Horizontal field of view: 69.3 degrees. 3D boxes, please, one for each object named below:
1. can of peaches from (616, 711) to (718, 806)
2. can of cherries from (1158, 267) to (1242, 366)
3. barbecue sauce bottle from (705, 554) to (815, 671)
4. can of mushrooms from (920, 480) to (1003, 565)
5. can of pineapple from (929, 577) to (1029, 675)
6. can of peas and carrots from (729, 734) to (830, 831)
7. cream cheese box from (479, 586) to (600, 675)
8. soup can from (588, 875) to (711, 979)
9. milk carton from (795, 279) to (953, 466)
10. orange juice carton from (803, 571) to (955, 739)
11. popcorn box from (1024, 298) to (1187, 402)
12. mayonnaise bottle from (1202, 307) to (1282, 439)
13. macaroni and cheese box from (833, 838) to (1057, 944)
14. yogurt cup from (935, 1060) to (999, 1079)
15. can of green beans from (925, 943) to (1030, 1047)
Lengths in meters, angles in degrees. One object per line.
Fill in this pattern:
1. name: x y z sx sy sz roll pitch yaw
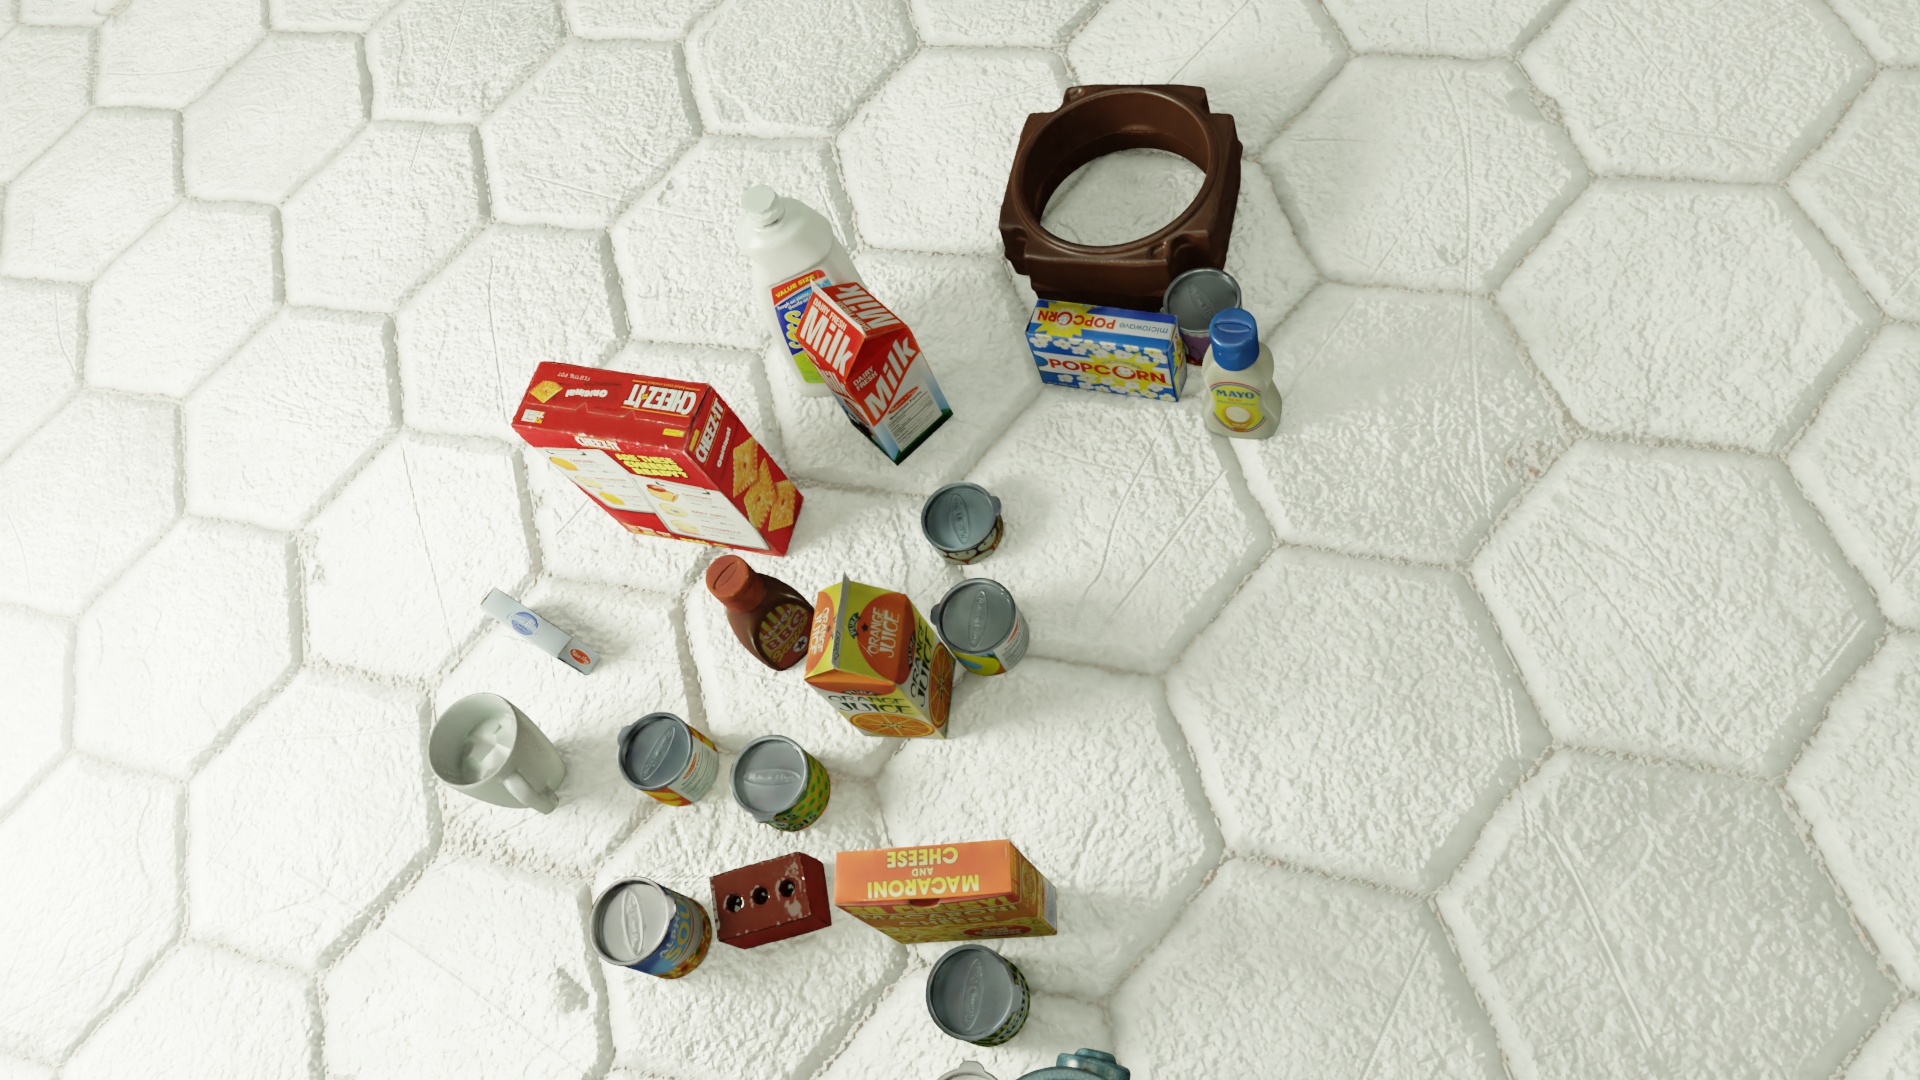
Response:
1. can of peaches: -0.242 0.180 1.148 0.071 0.058 0.071 -6 64 13
2. can of cherries: 0.209 -0.192 1.201 0.071 0.058 0.072 -6 64 13
3. barbecue sauce bottle: -0.163 0.056 1.134 0.044 0.148 0.065 35 79 26
4. can of mushrooms: 0.004 -0.015 1.187 0.071 0.033 0.071 -6 64 12
5. can of pineapple: 0.017 0.070 1.130 0.071 0.057 0.071 -6 64 13
6. can of peas and carrots: -0.144 0.198 1.113 0.071 0.058 0.071 -6 64 13
7. cream cheese box: -0.373 0.081 1.232 0.104 0.053 0.024 27 75 24
8. soup can: -0.236 0.300 1.075 0.071 0.083 0.071 -6 65 13
9. milk carton: -0.077 -0.150 1.183 0.073 0.190 0.072 -43 63 -6
10. orange juice carton: -0.064 0.092 1.065 0.073 0.192 0.072 0 66 15
11. popcorn box: 0.127 -0.163 1.194 0.127 0.085 0.038 11 69 19
12. mayonnaise bottle: 0.224 -0.132 1.118 0.065 0.147 0.041 8 68 18
13. macaroni and cheese box: -0.006 0.253 0.989 0.124 0.166 0.040 -7 64 12
14. yogurt cup: 0.010 0.408 0.976 0.072 0.053 0.072 -6 64 13
15. can of green beans: 0.014 0.331 1.009 0.071 0.057 0.071 -6 64 13
